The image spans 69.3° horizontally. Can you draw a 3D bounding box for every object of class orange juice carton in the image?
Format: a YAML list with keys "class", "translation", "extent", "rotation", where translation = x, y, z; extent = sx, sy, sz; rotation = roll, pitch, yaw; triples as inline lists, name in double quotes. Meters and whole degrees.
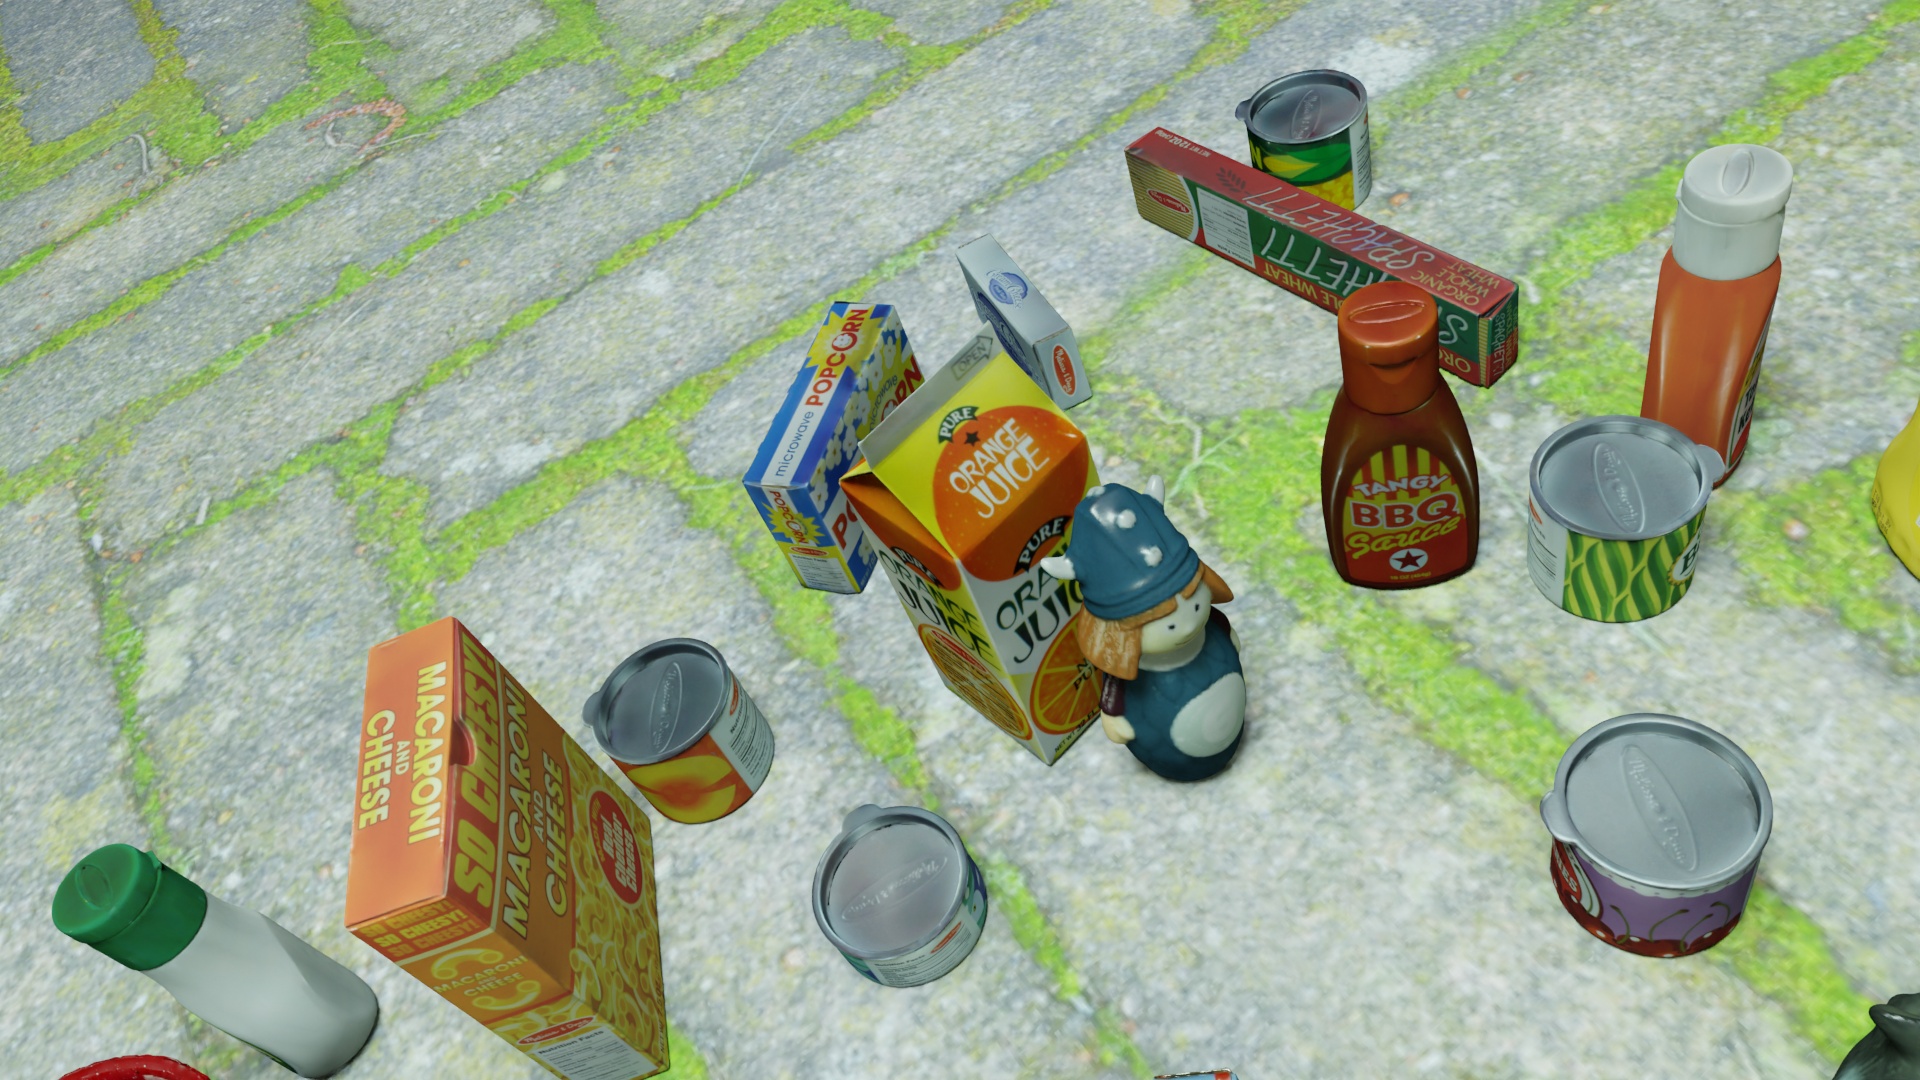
- class: "orange juice carton"
  translation: [0.014, 0.002, 0.565]
  extent: [0.072, 0.191, 0.073]
  rotation: [-44, 50, -17]

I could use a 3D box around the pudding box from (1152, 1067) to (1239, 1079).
- class: "pudding box"
  translation: [0.084, 0.221, 0.449]
  extent: [0.030, 0.049, 0.084]
  rotation: [-12, 48, 11]

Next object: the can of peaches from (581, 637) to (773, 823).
- class: "can of peaches"
  translation: [-0.128, 0.088, 0.636]
  extent: [0.071, 0.057, 0.071]
  rotation: [-10, 49, 12]

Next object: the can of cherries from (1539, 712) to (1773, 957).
- class: "can of cherries"
  translation: [0.240, 0.104, 0.486]
  extent: [0.071, 0.058, 0.072]
  rotation: [-10, 49, 12]

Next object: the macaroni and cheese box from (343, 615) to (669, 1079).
- class: "macaroni and cheese box"
  translation: [-0.170, 0.126, 0.545]
  extent: [0.040, 0.165, 0.124]
  rotation: [-21, 47, 3]

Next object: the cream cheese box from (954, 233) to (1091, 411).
- class: "cream cheese box"
  translation: [0.033, -0.119, 0.756]
  extent: [0.024, 0.053, 0.104]
  rotation: [-29, 47, -4]

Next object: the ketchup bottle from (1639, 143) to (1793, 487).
- class: "ketchup bottle"
  translation: [0.306, -0.090, 0.566]
  extent: [0.043, 0.148, 0.065]
  rotation: [12, 57, 29]

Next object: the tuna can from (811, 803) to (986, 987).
- class: "tuna can"
  translation: [-0.025, 0.143, 0.568]
  extent: [0.071, 0.032, 0.071]
  rotation: [-10, 48, 12]

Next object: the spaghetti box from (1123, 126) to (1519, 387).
- class: "spaghetti box"
  translation: [0.183, -0.155, 0.734]
  extent: [0.029, 0.050, 0.251]
  rotation: [-39, 49, -14]

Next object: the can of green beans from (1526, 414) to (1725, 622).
- class: "can of green beans"
  translation: [0.269, -0.008, 0.572]
  extent: [0.071, 0.057, 0.071]
  rotation: [-10, 49, 12]

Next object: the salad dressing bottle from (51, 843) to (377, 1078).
- class: "salad dressing bottle"
  translation: [-0.300, 0.172, 0.566]
  extent: [0.064, 0.147, 0.044]
  rotation: [29, 66, 36]

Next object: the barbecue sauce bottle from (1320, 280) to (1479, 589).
- class: "barbecue sauce bottle"
  translation: [0.179, -0.040, 0.570]
  extent: [0.065, 0.148, 0.044]
  rotation: [-7, 49, 15]

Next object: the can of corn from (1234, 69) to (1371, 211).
- class: "can of corn"
  translation: [0.193, -0.220, 0.780]
  extent: [0.071, 0.058, 0.071]
  rotation: [-10, 49, 12]

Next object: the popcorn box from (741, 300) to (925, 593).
- class: "popcorn box"
  translation: [-0.058, -0.048, 0.708]
  extent: [0.038, 0.085, 0.127]
  rotation: [4, 53, 24]
